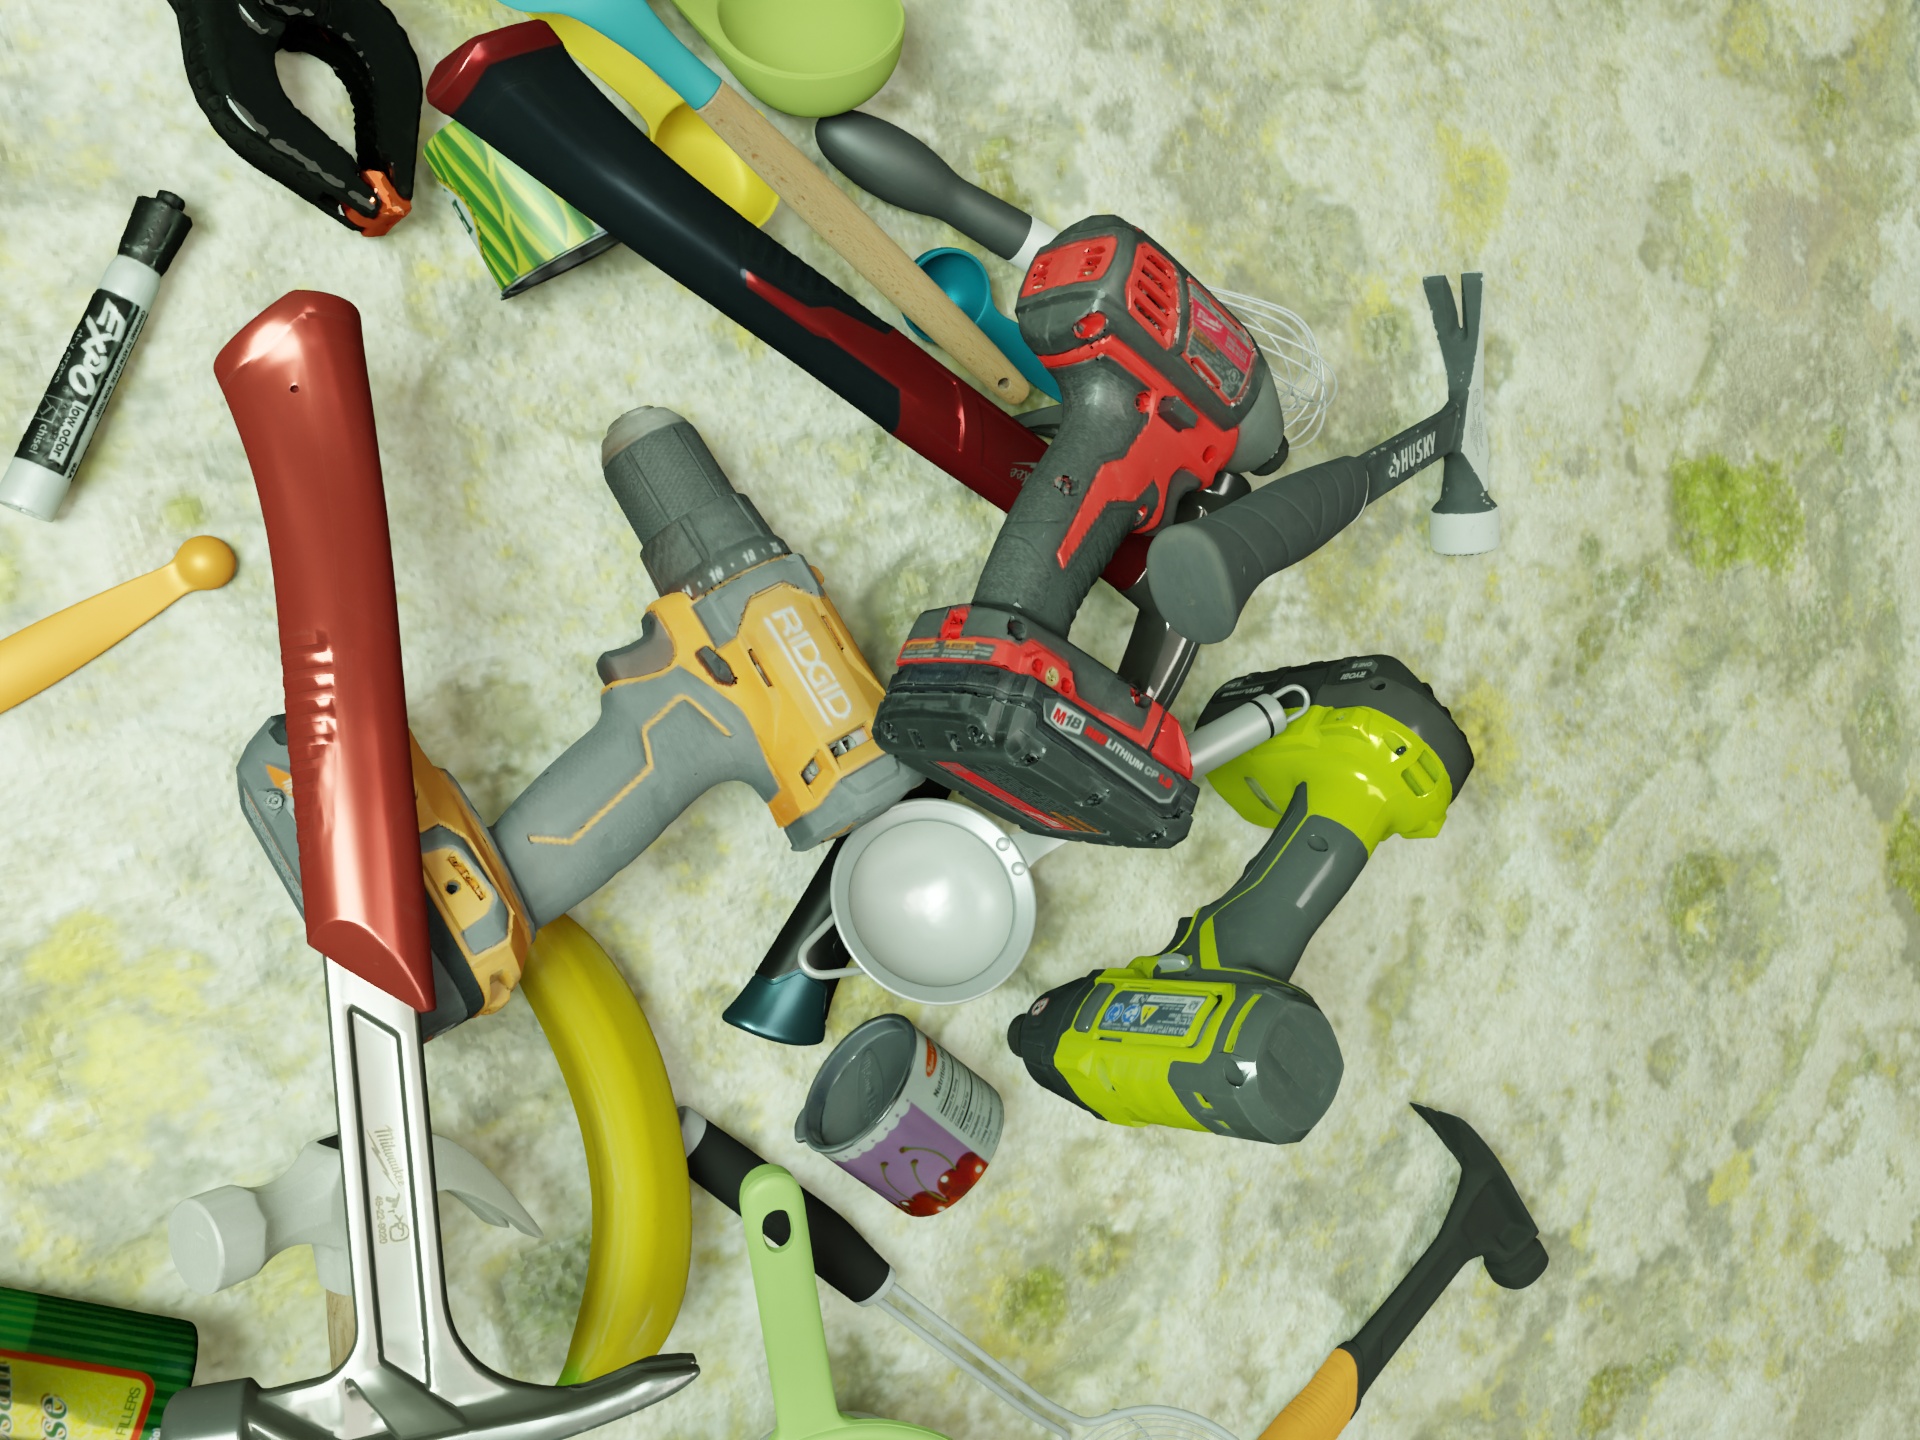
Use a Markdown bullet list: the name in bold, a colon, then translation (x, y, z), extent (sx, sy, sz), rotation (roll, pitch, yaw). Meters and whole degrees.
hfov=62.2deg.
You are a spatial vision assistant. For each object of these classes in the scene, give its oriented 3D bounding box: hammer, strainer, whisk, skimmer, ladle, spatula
- **hammer**: translation (0.181, 0.353, 0.818), extent (0.337, 0.034, 0.127), rotation (-42, 111, -23)
- **strainer**: translation (-0.064, 0.291, 0.644), extent (0.151, 0.069, 0.256), rotation (-11, 101, -17)
- **hammer**: translation (-0.034, -0.120, 0.620), extent (0.386, 0.038, 0.143), rotation (30, 78, -35)
- **whisk**: translation (0.059, -0.200, 0.727), extent (0.284, 0.070, 0.070), rotation (23, 80, -24)
- **hammer**: translation (-0.001, -0.002, 0.705), extent (0.128, 0.033, 0.331), rotation (39, 72, -26)
- **hammer**: translation (-0.176, 0.041, 0.493), extent (0.149, 0.036, 0.359), rotation (-6, 81, -15)
- **skimmer**: translation (0.007, 0.294, 0.682), extent (0.127, 0.090, 0.363), rotation (-41, 111, 11)
- **hammer**: translation (-0.207, 0.306, 0.572), extent (0.130, 0.031, 0.331), rotation (-11, 104, -56)
- **ladle**: translation (-0.157, -0.325, 0.581), extent (0.320, 0.062, 0.078), rotation (26, 51, -32)
- **spatula**: translation (-0.078, -0.229, 0.618), extent (0.082, 0.044, 0.317), rotation (-40, 126, 18)
- **hammer**: translation (0.175, -0.109, 0.693), extent (0.409, 0.036, 0.149), rotation (-30, 118, -55)
- **strainer**: translation (0.045, 0.046, 0.671), extent (0.258, 0.050, 0.087), rotation (-27, 78, -17)

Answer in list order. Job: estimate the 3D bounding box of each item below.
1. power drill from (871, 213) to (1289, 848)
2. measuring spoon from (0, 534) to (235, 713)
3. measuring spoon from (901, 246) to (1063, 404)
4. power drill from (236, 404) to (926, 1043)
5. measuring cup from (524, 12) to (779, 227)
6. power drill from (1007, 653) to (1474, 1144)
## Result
- **power drill**: translation (0.061, -0.068, 0.620), extent (0.143, 0.078, 0.220), rotation (31, 71, -39)
- **measuring spoon**: translation (-0.301, -0.029, 0.541), extent (0.117, 0.011, 0.021), rotation (-37, 109, -25)
- **measuring spoon**: translation (0.021, -0.175, 0.728), extent (0.128, 0.021, 0.042), rotation (26, 106, -37)
- **power drill**: translation (-0.144, -0.005, 0.587), extent (0.226, 0.084, 0.185), rotation (-29, 87, -27)
- **measuring cup**: translation (-0.137, -0.251, 0.626), extent (0.156, 0.029, 0.062), rotation (41, 71, -22)
- **power drill**: translation (0.121, 0.079, 0.712), extent (0.080, 0.171, 0.223), rotation (49, 60, -22)
